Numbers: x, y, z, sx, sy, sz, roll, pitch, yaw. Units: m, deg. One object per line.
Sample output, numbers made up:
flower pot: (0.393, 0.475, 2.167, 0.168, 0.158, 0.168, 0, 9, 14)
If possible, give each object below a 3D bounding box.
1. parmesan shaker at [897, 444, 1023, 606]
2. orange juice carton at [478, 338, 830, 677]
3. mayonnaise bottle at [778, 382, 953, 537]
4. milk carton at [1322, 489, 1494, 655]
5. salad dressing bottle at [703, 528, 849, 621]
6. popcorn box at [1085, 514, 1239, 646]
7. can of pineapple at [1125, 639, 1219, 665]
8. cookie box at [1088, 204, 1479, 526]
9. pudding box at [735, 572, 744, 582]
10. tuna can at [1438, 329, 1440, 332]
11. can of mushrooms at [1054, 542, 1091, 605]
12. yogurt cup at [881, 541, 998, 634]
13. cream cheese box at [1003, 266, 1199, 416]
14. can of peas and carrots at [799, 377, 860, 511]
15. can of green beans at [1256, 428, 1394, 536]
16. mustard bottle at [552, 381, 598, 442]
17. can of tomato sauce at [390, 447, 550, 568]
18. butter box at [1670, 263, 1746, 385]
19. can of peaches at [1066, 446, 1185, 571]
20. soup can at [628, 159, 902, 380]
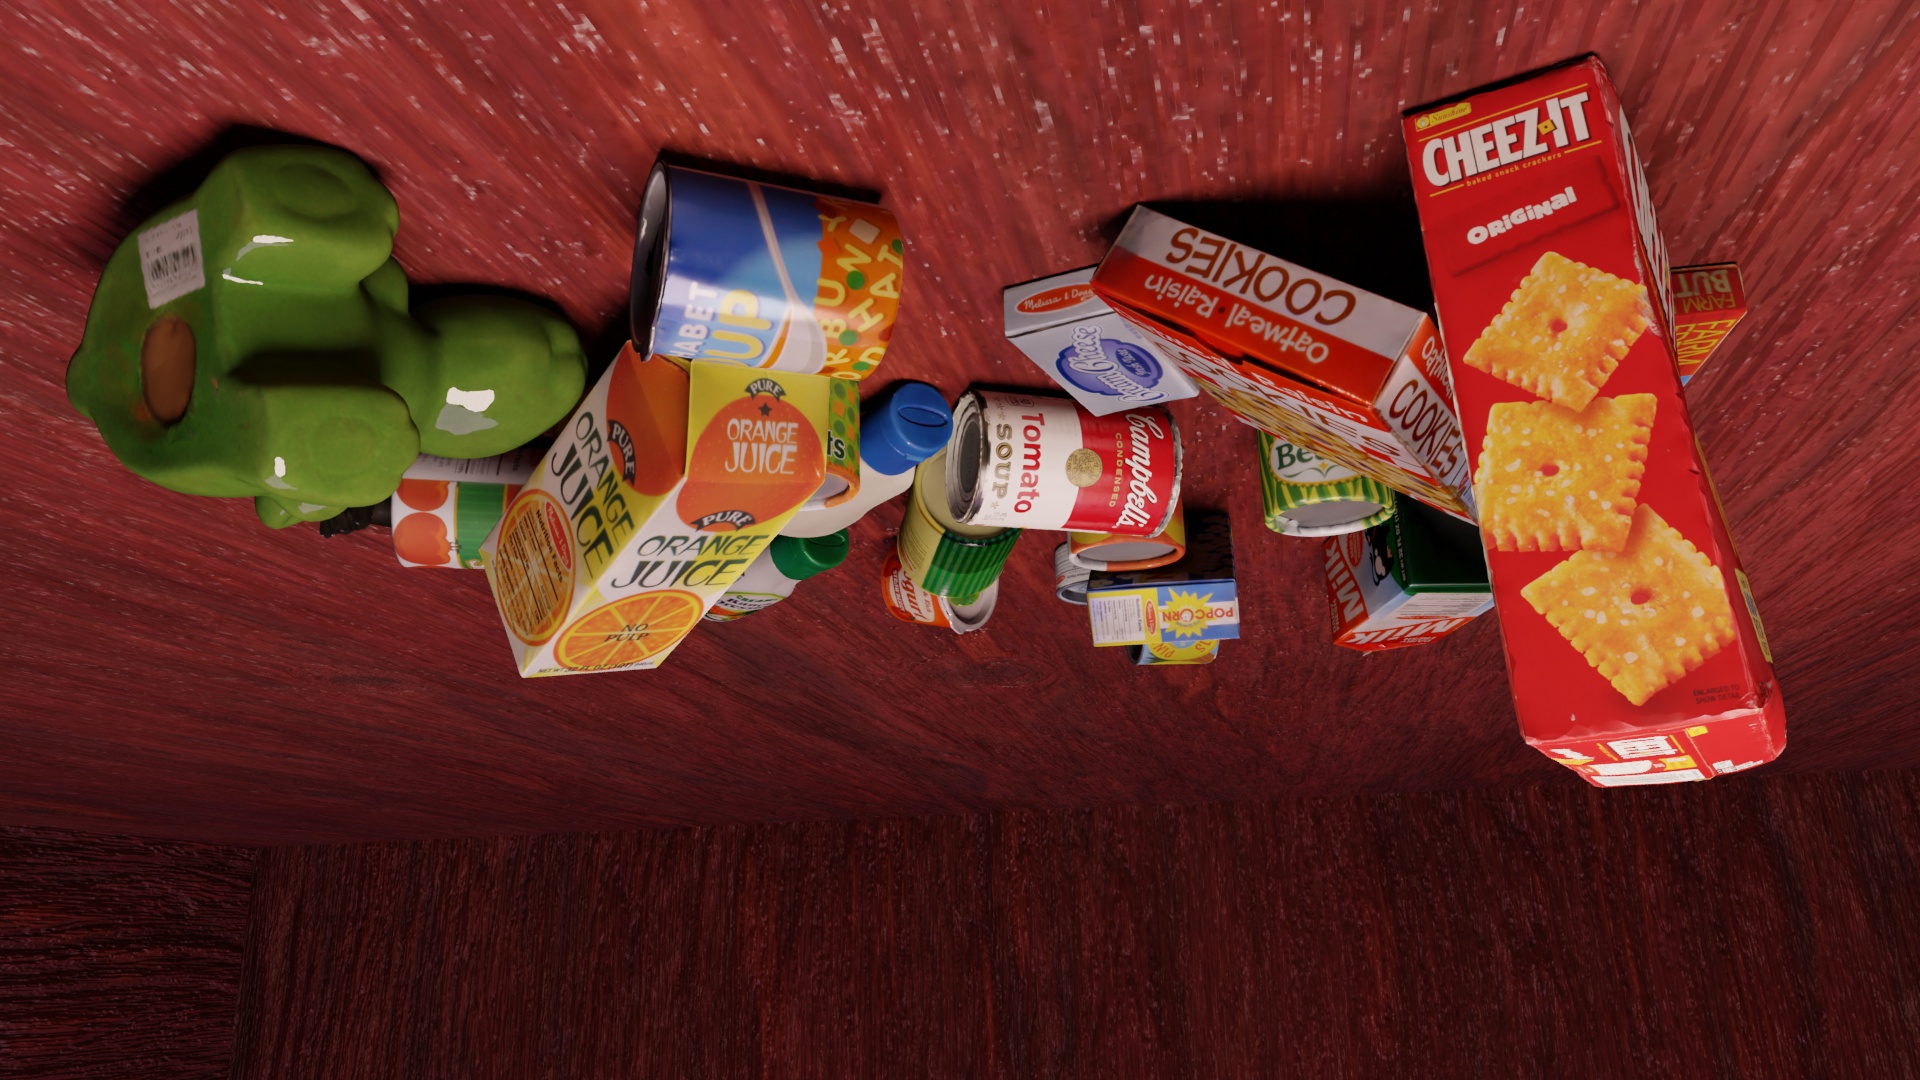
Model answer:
parmesan shaker: (0.003, -0.010, 0.774, 0.071, 0.071, 0.102, 1, 163, -8)
orange juice carton: (-0.127, -0.022, 0.595, 0.072, 0.073, 0.191, 0, 144, -47)
mayonnaise bottle: (-0.057, -0.040, 0.724, 0.065, 0.041, 0.147, 8, 160, -32)
milk carton: (0.288, 0.021, 0.901, 0.073, 0.072, 0.190, -1, 162, -3)
salad dressing bottle: (-0.125, 0.017, 0.897, 0.064, 0.044, 0.147, 9, 160, -35)
popcorn box: (0.124, 0.023, 0.841, 0.085, 0.038, 0.127, -5, -163, 11)
can of pineapple: (0.155, 0.059, 1.020, 0.058, 0.071, 0.070, 0, 163, -7)
cookie box: (0.141, -0.065, 0.551, 0.123, 0.040, 0.167, 31, -176, 34)
pudding box: (-0.171, -0.002, 0.821, 0.084, 0.050, 0.030, 8, 159, -30)
tuna can: (0.233, -0.073, 0.650, 0.071, 0.033, 0.071, -1, 163, 0)
can of mushrooms: (0.100, 0.021, 0.952, 0.071, 0.033, 0.071, -2, 162, 0)
yogurt cup: (-0.015, 0.025, 0.905, 0.054, 0.072, 0.072, -3, 165, 34)
cream cheese box: (0.064, -0.085, 0.609, 0.053, 0.024, 0.103, -9, 162, 25)
can of peas and carrots: (-0.080, -0.051, 0.651, 0.071, 0.059, 0.070, -2, 163, 0)
can of green beans: (0.188, -0.038, 0.718, 0.071, 0.058, 0.071, -1, 163, 0)
mustard bottle: (-0.150, -0.035, 0.716, 0.065, 0.049, 0.160, -12, 162, 8)
can of tomato sauce: (-0.250, -0.015, 0.735, 0.083, 0.071, 0.071, 2, 163, -9)
butter box: (0.305, -0.088, 0.621, 0.053, 0.024, 0.103, -5, 163, 9)
can of peaches: (0.093, -0.018, 0.776, 0.071, 0.058, 0.071, -1, 163, 0)
soup can: (-0.071, -0.092, 0.496, 0.084, 0.071, 0.071, 6, 161, -23)
